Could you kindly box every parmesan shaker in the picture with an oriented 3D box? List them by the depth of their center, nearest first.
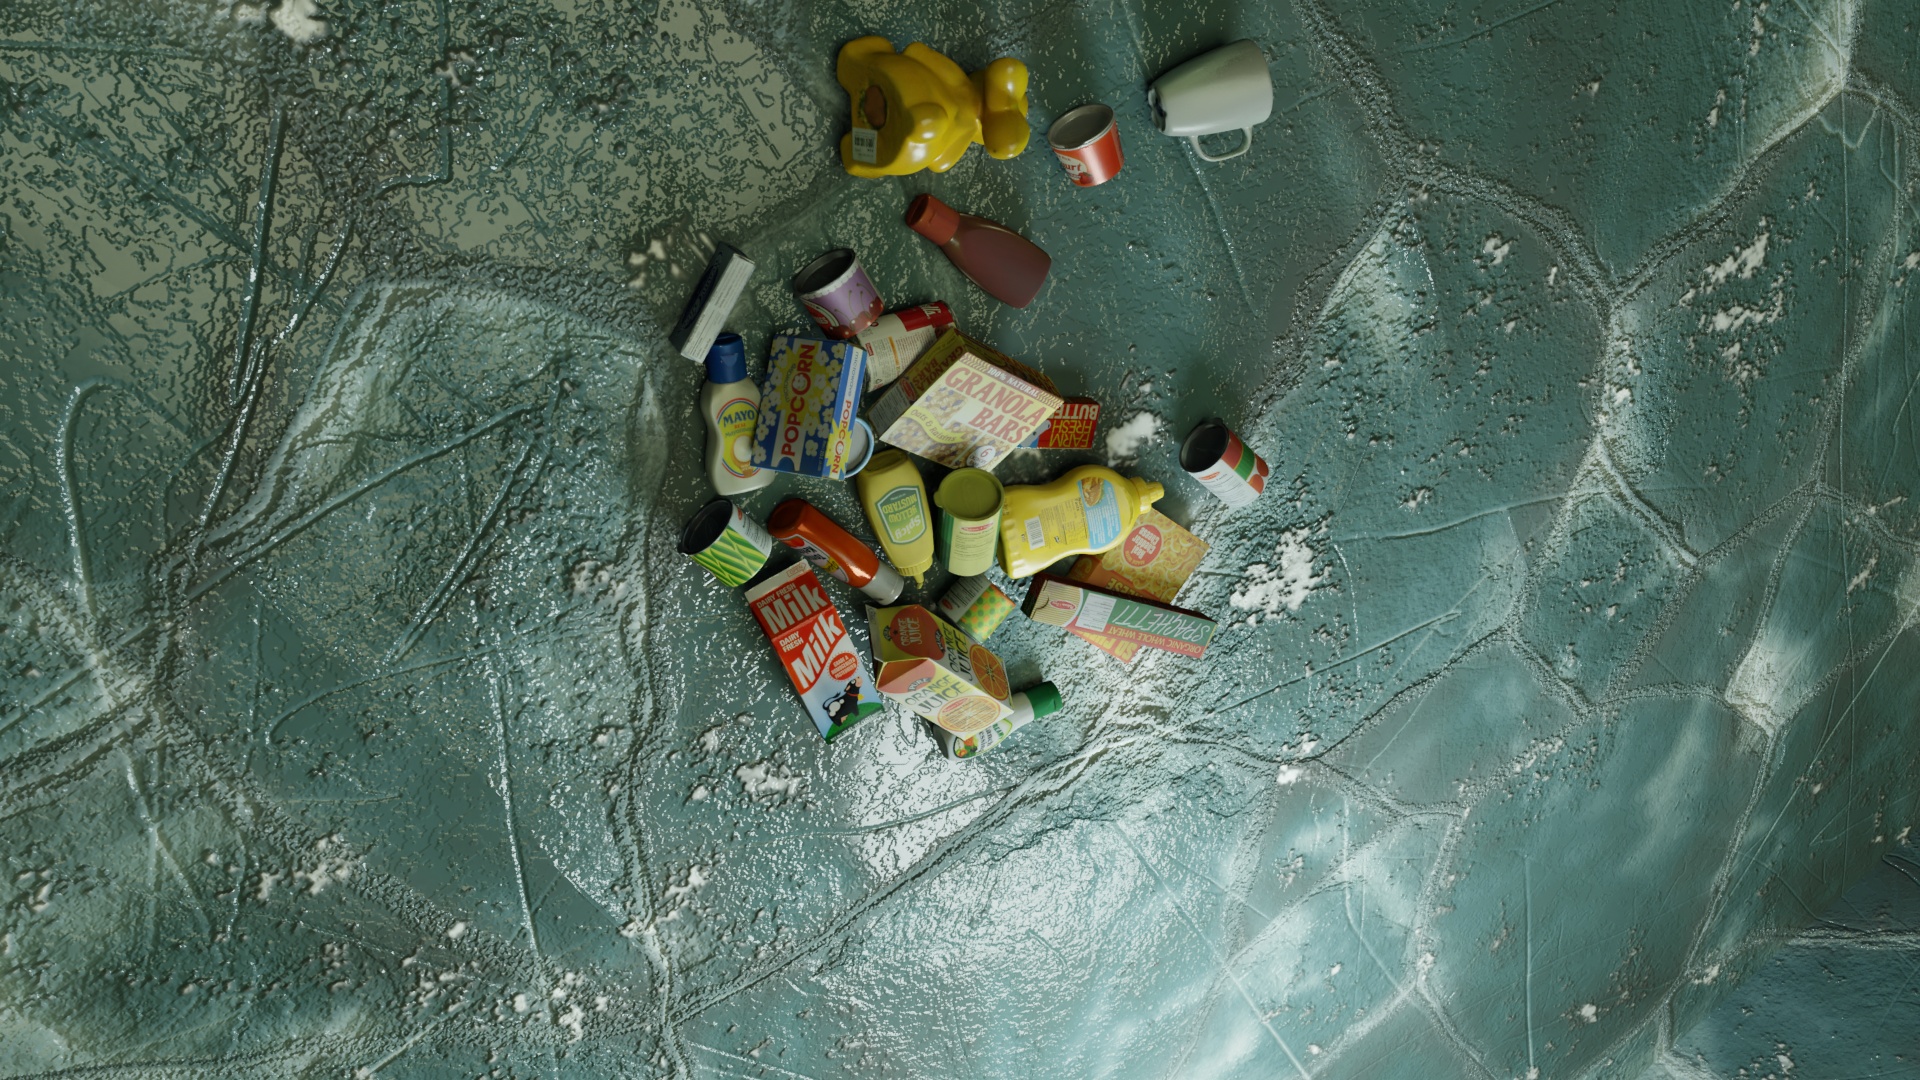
[{"bbox_3d":[0.005,-0.018,1.417,0.071,0.071,0.102,-21,150,-17],"label":"parmesan shaker"}]

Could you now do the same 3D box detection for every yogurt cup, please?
[{"bbox_3d":[0.124,-0.378,1.336,0.072,0.072,0.053,-38,132,-7],"label":"yogurt cup"}]

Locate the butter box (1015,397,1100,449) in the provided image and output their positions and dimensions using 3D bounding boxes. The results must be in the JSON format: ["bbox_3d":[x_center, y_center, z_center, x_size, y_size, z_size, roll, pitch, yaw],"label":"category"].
[{"bbox_3d":[0.094,-0.124,1.462,0.104,0.024,0.053,-1,114,-26],"label":"butter box"}]

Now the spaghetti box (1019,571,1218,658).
[{"bbox_3d":[0.180,0.085,1.549,0.250,0.029,0.050,15,105,-31],"label":"spaghetti box"}]

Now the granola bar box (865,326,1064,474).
[{"bbox_3d":[0.006,-0.131,1.354,0.124,0.039,0.165,-43,147,21],"label":"granola bar box"}]

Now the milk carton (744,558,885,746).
[{"bbox_3d":[-0.151,0.108,1.414,0.072,0.073,0.189,-31,123,-11],"label":"milk carton"}]

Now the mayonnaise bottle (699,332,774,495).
[{"bbox_3d":[-0.213,-0.118,1.296,0.065,0.041,0.147,-16,120,-22],"label":"mayonnaise bottle"}]

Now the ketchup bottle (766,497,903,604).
[{"bbox_3d":[-0.120,0.013,1.388,0.148,0.064,0.044,37,68,-32],"label":"ketchup bottle"}]

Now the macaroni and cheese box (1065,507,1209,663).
[{"bbox_3d":[0.189,0.043,1.578,0.123,0.040,0.166,31,96,-33],"label":"macaroni and cheese box"}]

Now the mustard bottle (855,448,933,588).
[{"bbox_3d":[-0.058,-0.015,1.419,0.065,0.049,0.159,-23,121,-10],"label":"mustard bottle"}]

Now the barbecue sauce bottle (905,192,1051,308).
[{"bbox_3d":[0.016,-0.282,1.336,0.148,0.044,0.064,25,99,-33],"label":"barbecue sauce bottle"}]

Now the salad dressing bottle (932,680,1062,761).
[{"bbox_3d":[0.044,0.201,1.575,0.148,0.044,0.064,-21,122,-18],"label":"salad dressing bottle"}]

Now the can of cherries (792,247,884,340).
[{"bbox_3d":[-0.114,-0.225,1.282,0.071,0.071,0.058,-38,125,-6],"label":"can of cherries"}]

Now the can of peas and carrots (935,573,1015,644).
[{"bbox_3d":[0.018,0.070,1.488,0.059,0.071,0.071,-49,125,0],"label":"can of peas and carrots"}]

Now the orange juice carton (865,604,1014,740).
[{"bbox_3d":[-0.032,0.133,1.463,0.073,0.072,0.192,-33,134,23],"label":"orange juice carton"}]

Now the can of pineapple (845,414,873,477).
[{"bbox_3d":[-0.123,-0.099,1.340,0.071,0.058,0.070,-13,120,-24],"label":"can of pineapple"}]

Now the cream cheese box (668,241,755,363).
[{"bbox_3d":[-0.222,-0.213,1.241,0.024,0.053,0.103,25,100,-32],"label":"cream cheese box"}]

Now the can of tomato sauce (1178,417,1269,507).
[{"bbox_3d":[0.297,-0.087,1.559,0.083,0.071,0.071,34,95,-35],"label":"can of tomato sauce"}]

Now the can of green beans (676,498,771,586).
[{"bbox_3d":[-0.224,0.002,1.332,0.071,0.071,0.057,-46,125,-1],"label":"can of green beans"}]

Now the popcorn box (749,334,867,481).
[{"bbox_3d":[-0.140,-0.123,1.280,0.038,0.085,0.126,12,88,-62],"label":"popcorn box"}]
